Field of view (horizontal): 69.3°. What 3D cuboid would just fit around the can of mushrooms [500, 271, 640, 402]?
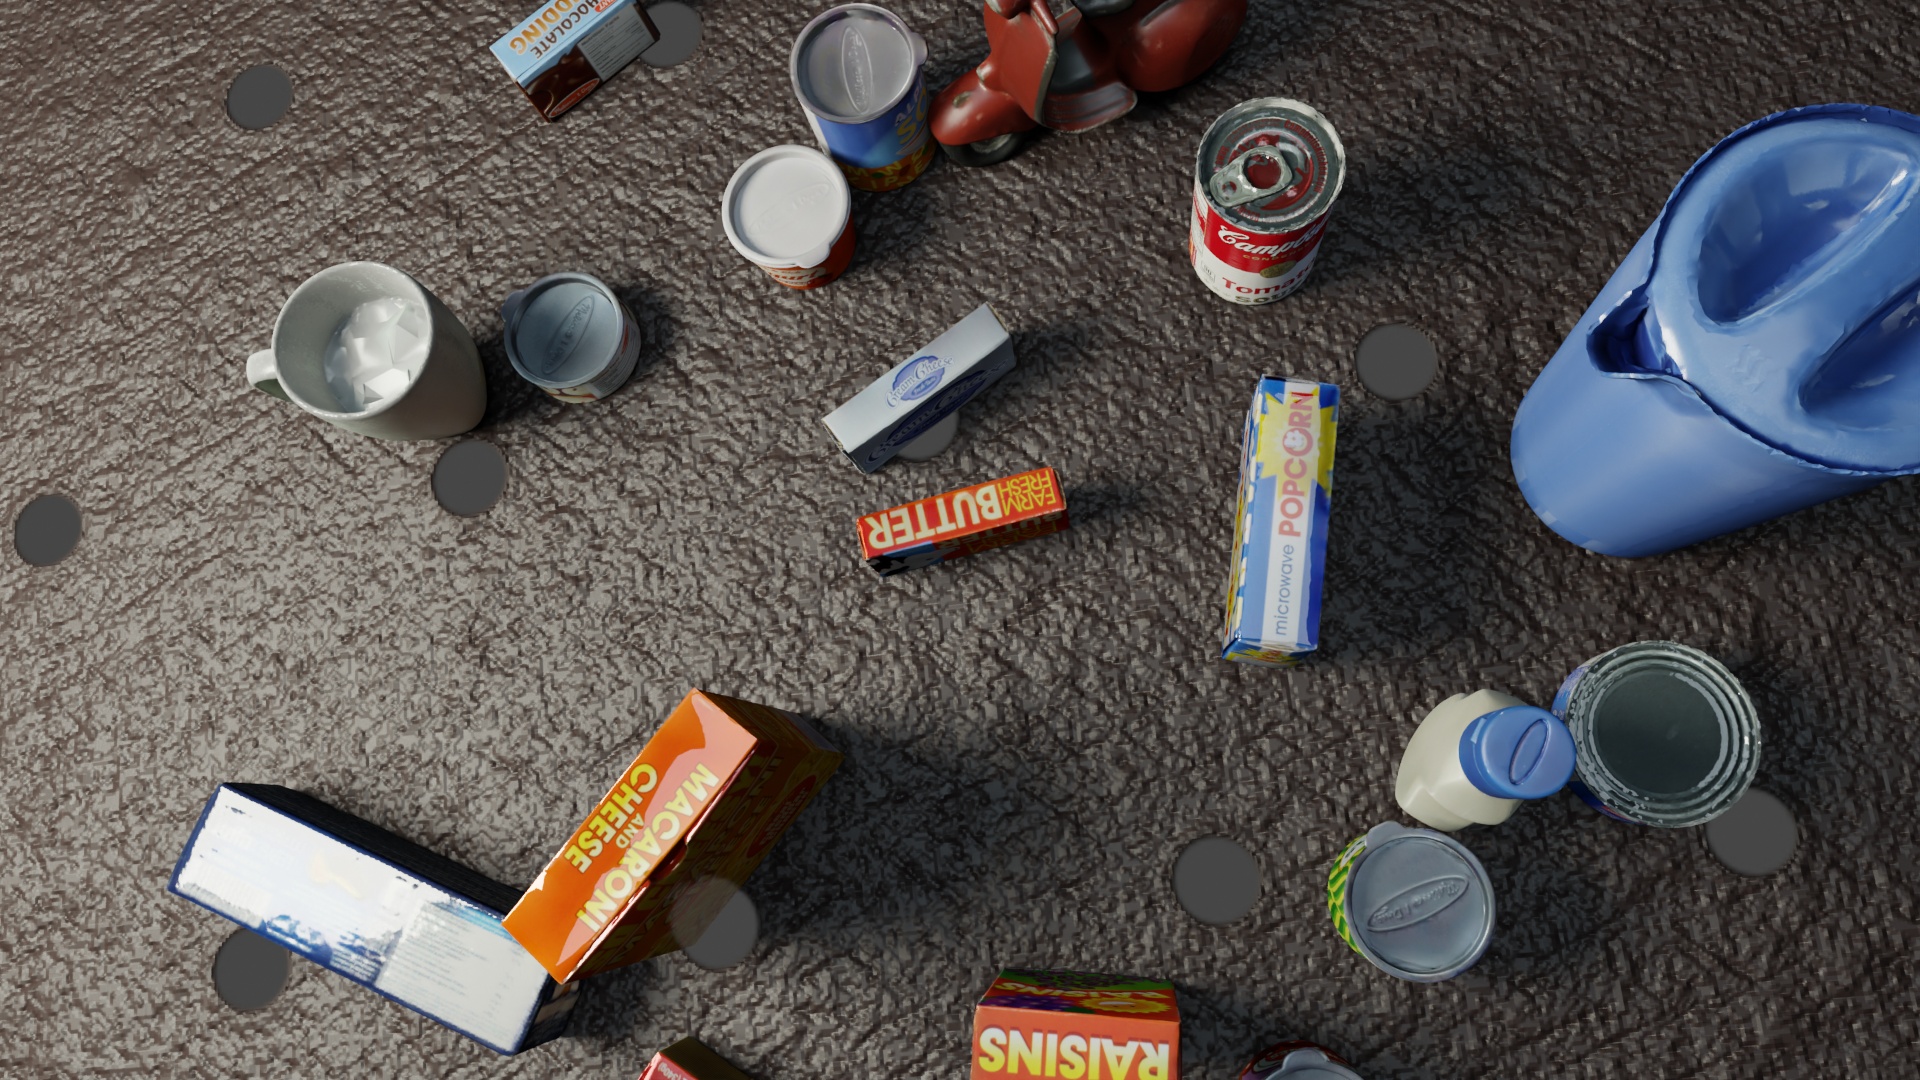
[{"bbox_3d":[-0.212,-0.111,0.755,0.071,0.033,0.071,-1,79,7],"label":"can of mushrooms"}]

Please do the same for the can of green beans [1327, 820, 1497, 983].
[{"bbox_3d":[0.206,0.166,0.639,0.071,0.057,0.071,-1,79,7],"label":"can of green beans"}]

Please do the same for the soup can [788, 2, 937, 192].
[{"bbox_3d":[-0.046,-0.232,0.734,0.071,0.083,0.071,-1,79,7],"label":"soup can"}]

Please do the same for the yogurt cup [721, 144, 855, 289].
[{"bbox_3d":[-0.088,-0.169,0.742,0.072,0.054,0.072,-1,79,7],"label":"yogurt cup"}]

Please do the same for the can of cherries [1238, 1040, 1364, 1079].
[{"bbox_3d":[0.157,0.261,0.625,0.071,0.058,0.071,-1,79,7],"label":"can of cherries"}]

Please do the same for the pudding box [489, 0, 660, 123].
[{"bbox_3d":[-0.216,-0.280,0.781,0.084,0.049,0.030,-39,77,-2],"label":"pudding box"}]

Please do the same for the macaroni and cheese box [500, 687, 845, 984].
[{"bbox_3d":[-0.120,0.131,0.628,0.040,0.166,0.124,38,86,12],"label":"macaroni and cheese box"}]

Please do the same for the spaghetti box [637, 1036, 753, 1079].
[{"bbox_3d":[-0.041,0.314,0.642,0.250,0.050,0.029,30,84,11],"label":"spaghetti box"}]

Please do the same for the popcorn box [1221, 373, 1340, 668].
[{"bbox_3d":[0.152,-0.006,0.665,0.038,0.085,0.127,6,80,8],"label":"popcorn box"}]

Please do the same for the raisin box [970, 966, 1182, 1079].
[{"bbox_3d":[0.053,0.218,0.613,0.086,0.123,0.040,3,80,7],"label":"raisin box"}]

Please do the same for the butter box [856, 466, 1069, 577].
[{"bbox_3d":[0.002,-0.009,0.700,0.103,0.053,0.024,-15,78,4],"label":"butter box"}]

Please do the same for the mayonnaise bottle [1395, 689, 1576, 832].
[{"bbox_3d":[0.227,0.095,0.604,0.041,0.148,0.065,28,84,11],"label":"mayonnaise bottle"}]

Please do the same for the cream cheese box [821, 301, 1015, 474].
[{"bbox_3d":[-0.019,-0.077,0.716,0.104,0.053,0.024,-36,77,-1],"label":"cream cheese box"}]
